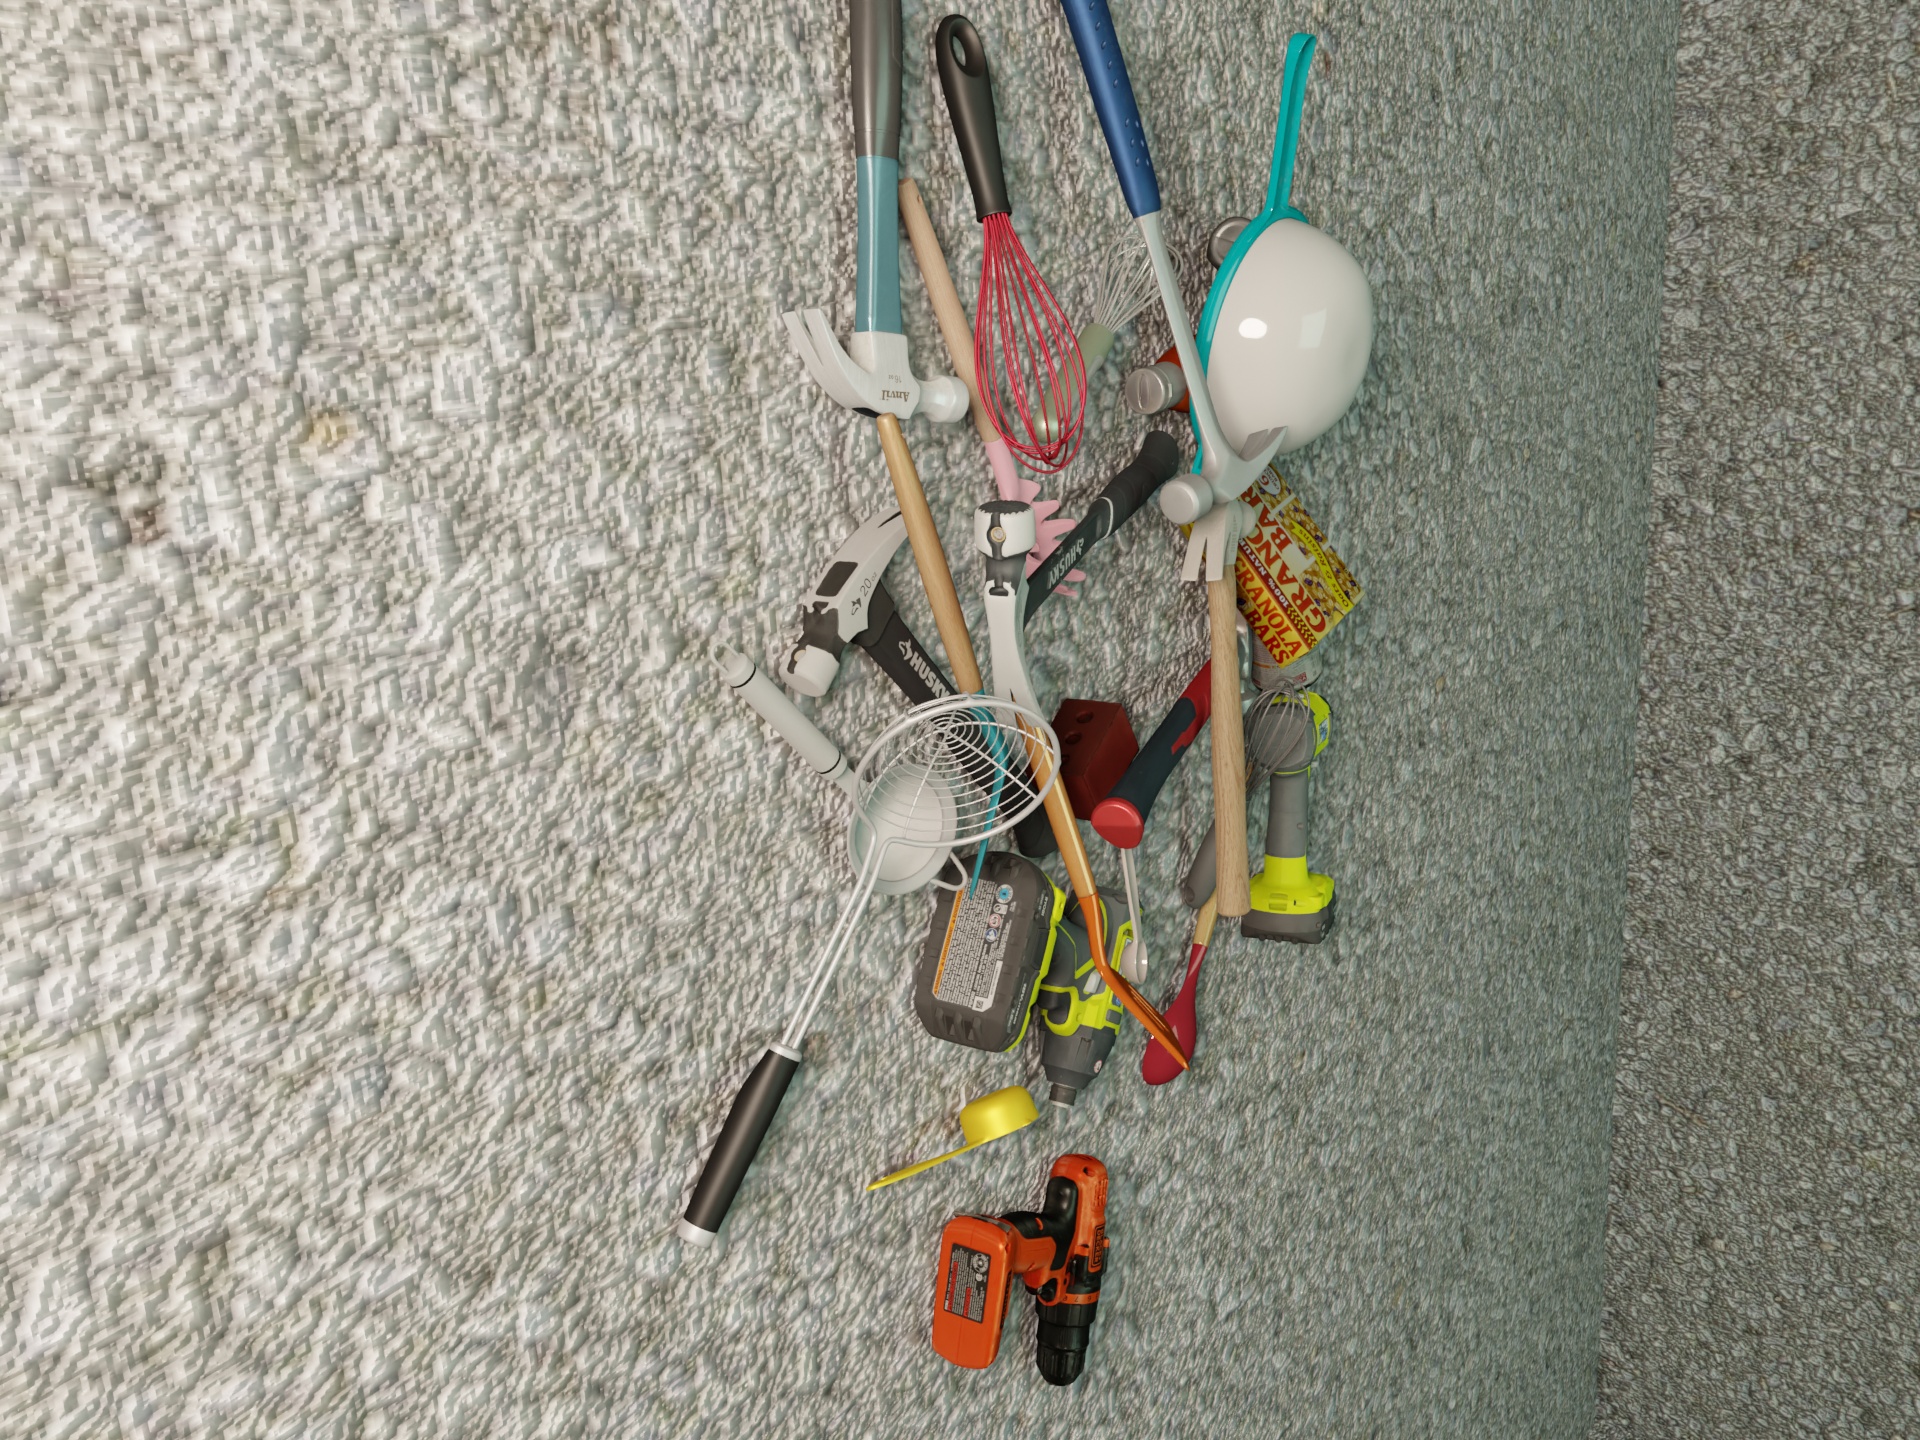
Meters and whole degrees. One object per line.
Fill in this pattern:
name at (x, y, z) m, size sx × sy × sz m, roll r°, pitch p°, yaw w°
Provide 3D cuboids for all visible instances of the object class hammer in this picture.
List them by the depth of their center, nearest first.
hammer at (-0.049, -0.346, 0.944) m, size 0.128 × 0.033 × 0.331 m, roll -7°, pitch 100°, yaw -45°
hammer at (-0.002, -0.003, 1.086) m, size 0.334 × 0.035 × 0.146 m, roll 51°, pitch 56°, yaw -47°
hammer at (0.094, -0.131, 1.118) m, size 0.409 × 0.036 × 0.149 m, roll -48°, pitch 139°, yaw -59°
hammer at (0.140, -0.353, 1.143) m, size 0.144 × 0.035 × 0.405 m, roll -32°, pitch 109°, yaw -42°
hammer at (0.210, -0.009, 1.259) m, size 0.130 × 0.031 × 0.331 m, roll -17°, pitch 105°, yaw -66°
hammer at (0.177, -0.012, 1.268) m, size 0.386 × 0.038 × 0.143 m, roll -43°, pitch 130°, yaw -59°

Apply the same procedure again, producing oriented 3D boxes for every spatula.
spatula at (-0.011, -0.039, 1.005) m, size 0.082 × 0.044 × 0.317 m, roll -68°, pitch 145°, yaw -62°
spatula at (0.090, 0.096, 1.110) m, size 0.081 × 0.041 × 0.322 m, roll -101°, pitch 172°, yaw -81°

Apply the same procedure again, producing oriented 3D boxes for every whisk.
whisk at (0.027, -0.304, 1.021) m, size 0.073 × 0.073 × 0.296 m, roll -18°, pitch 97°, yaw -53°
whisk at (0.104, -0.282, 1.154) m, size 0.057 × 0.059 × 0.246 m, roll 100°, pitch 16°, yaw -54°
whisk at (0.245, 0.068, 1.386) m, size 0.055 × 0.055 × 0.238 m, roll -20°, pitch 136°, yaw -52°

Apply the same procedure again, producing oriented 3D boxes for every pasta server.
pasta server at (0.021, -0.216, 1.076) m, size 0.315 × 0.040 × 0.060 m, roll 67°, pitch 32°, yaw -34°

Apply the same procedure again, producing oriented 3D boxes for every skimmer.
skimmer at (-0.060, 0.149, 0.937) m, size 0.127 × 0.090 × 0.363 m, roll 34°, pitch 78°, yaw -40°

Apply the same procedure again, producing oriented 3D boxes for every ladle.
ladle at (0.225, 0.182, 1.457) m, size 0.069 × 0.031 × 0.315 m, roll 40°, pitch 62°, yaw -50°

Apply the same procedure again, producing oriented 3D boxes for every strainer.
strainer at (-0.076, 0.030, 0.981) m, size 0.087 × 0.050 × 0.258 m, roll -55°, pitch 133°, yaw -15°
strainer at (0.277, -0.354, 1.251) m, size 0.211 × 0.095 × 0.340 m, roll -36°, pitch 139°, yaw -43°

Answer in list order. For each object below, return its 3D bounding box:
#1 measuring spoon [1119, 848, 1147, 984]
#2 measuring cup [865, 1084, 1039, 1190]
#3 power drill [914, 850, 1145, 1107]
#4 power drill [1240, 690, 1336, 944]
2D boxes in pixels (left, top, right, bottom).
measuring spoon at (0.124, 0.139, 1.202) m, size 0.034 × 0.018 × 0.124 m, roll -27°, pitch 111°, yaw -67°
measuring cup at (-0.009, 0.295, 1.131) m, size 0.156 × 0.062 × 0.029 m, roll -12°, pitch 77°, yaw -41°
power drill at (0.060, 0.193, 1.178) m, size 0.223 × 0.080 × 0.171 m, roll 32°, pitch 69°, yaw -56°
power drill at (0.320, 0.084, 1.520) m, size 0.190 × 0.080 × 0.228 m, roll -20°, pitch 112°, yaw -67°
